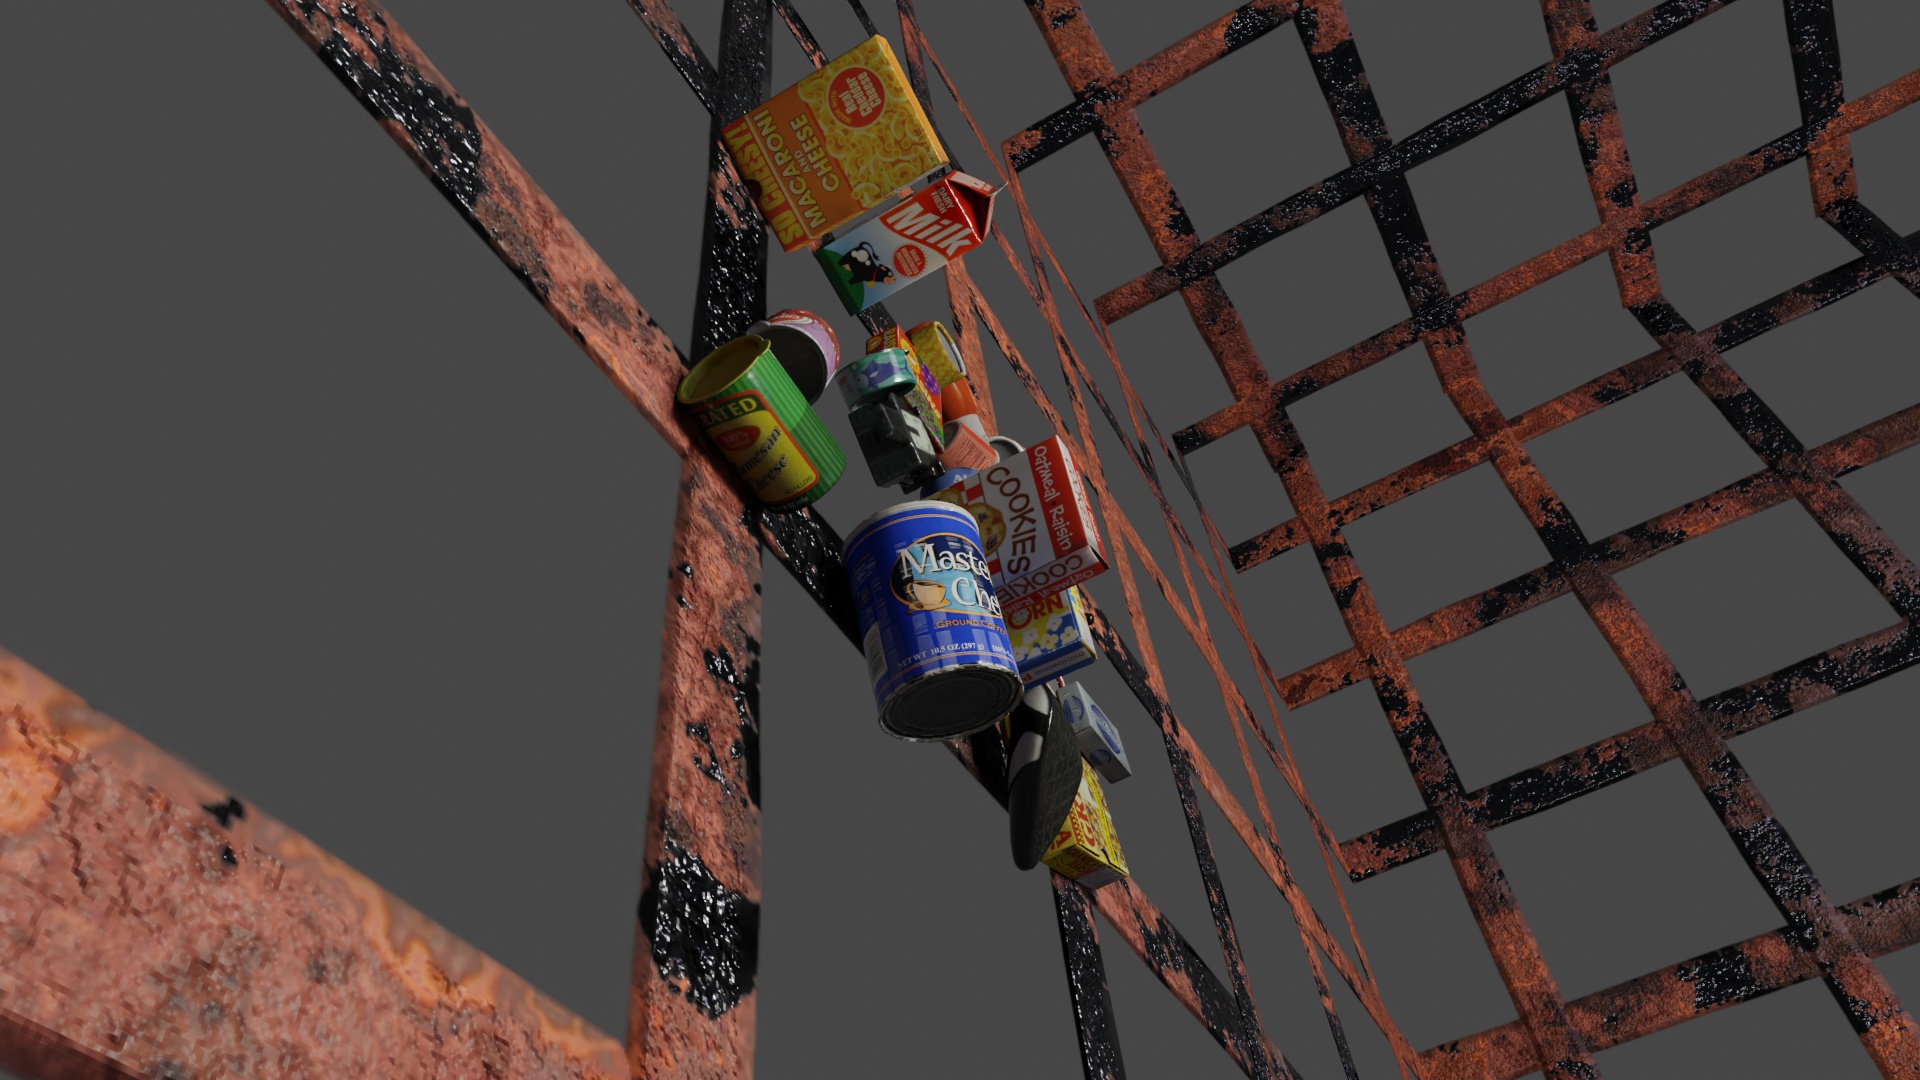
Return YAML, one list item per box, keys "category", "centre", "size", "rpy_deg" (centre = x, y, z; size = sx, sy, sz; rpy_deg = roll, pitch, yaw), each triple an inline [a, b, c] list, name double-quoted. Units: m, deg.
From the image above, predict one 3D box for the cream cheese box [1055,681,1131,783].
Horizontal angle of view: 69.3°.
- category: "cream cheese box"
  centre: [0.122, 0.176, 1.271]
  size: [0.103, 0.024, 0.053]
  rpy_deg: [51, 17, -46]

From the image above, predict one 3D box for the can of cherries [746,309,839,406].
- category: "can of cherries"
  centre: [-0.126, -0.135, 1.019]
  size: [0.071, 0.071, 0.058]
  rpy_deg: [59, 15, -16]

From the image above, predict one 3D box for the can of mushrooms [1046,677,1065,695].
- category: "can of mushrooms"
  centre: [0.072, 0.131, 1.314]
  size: [0.071, 0.033, 0.071]
  rpy_deg: [56, 17, -27]

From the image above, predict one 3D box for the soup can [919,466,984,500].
- category: "soup can"
  centre: [0.004, -0.016, 1.255]
  size: [0.071, 0.071, 0.084]
  rpy_deg: [48, 22, -47]

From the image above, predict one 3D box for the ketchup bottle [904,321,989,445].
- category: "ketchup bottle"
  centre: [-0.012, -0.161, 1.496]
  size: [0.149, 0.043, 0.065]
  rpy_deg: [67, 16, 12]

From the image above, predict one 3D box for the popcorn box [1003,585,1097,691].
- category: "popcorn box"
  centre: [0.038, 0.078, 1.105]
  size: [0.038, 0.126, 0.085]
  rpy_deg: [53, 18, -46]

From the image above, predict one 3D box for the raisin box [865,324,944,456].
- category: "raisin box"
  centre: [-0.054, -0.139, 1.329]
  size: [0.086, 0.040, 0.124]
  rpy_deg: [53, 19, -33]

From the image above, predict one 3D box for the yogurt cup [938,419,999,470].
- category: "yogurt cup"
  centre: [-0.004, -0.080, 1.354]
  size: [0.054, 0.072, 0.073]
  rpy_deg: [47, 21, -27]

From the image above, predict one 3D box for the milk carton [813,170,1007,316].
- category: "milk carton"
  centre: [-0.039, -0.299, 1.349]
  size: [0.073, 0.190, 0.072]
  rpy_deg: [60, 15, -15]

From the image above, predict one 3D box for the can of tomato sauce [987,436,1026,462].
- category: "can of tomato sauce"
  centre: [0.053, -0.075, 1.532]
  size: [0.083, 0.071, 0.071]
  rpy_deg: [27, 40, -66]

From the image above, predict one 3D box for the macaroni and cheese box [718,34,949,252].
- category: "macaroni and cheese box"
  centre: [-0.113, -0.349, 1.232]
  size: [0.123, 0.166, 0.040]
  rpy_deg: [62, 15, -7]

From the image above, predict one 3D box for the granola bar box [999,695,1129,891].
- category: "granola bar box"
  centre: [0.088, 0.212, 1.219]
  size: [0.124, 0.039, 0.166]
  rpy_deg: [43, 25, -53]

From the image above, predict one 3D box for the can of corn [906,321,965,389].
- category: "can of corn"
  centre: [-0.036, -0.185, 1.427]
  size: [0.071, 0.058, 0.071]
  rpy_deg: [57, 16, -25]

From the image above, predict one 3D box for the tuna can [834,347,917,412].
- category: "tuna can"
  centre: [-0.071, -0.140, 1.210]
  size: [0.033, 0.071, 0.071]
  rpy_deg: [67, 15, 6]

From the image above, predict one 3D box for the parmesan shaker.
- category: "parmesan shaker"
  centre: [-0.126, -0.075, 0.911]
  size: [0.102, 0.071, 0.072]
  rpy_deg: [55, 17, -31]

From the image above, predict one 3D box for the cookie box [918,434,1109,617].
- category: "cookie box"
  centre: [0.023, 0.003, 1.100]
  size: [0.040, 0.167, 0.123]
  rpy_deg: [50, 20, -45]
